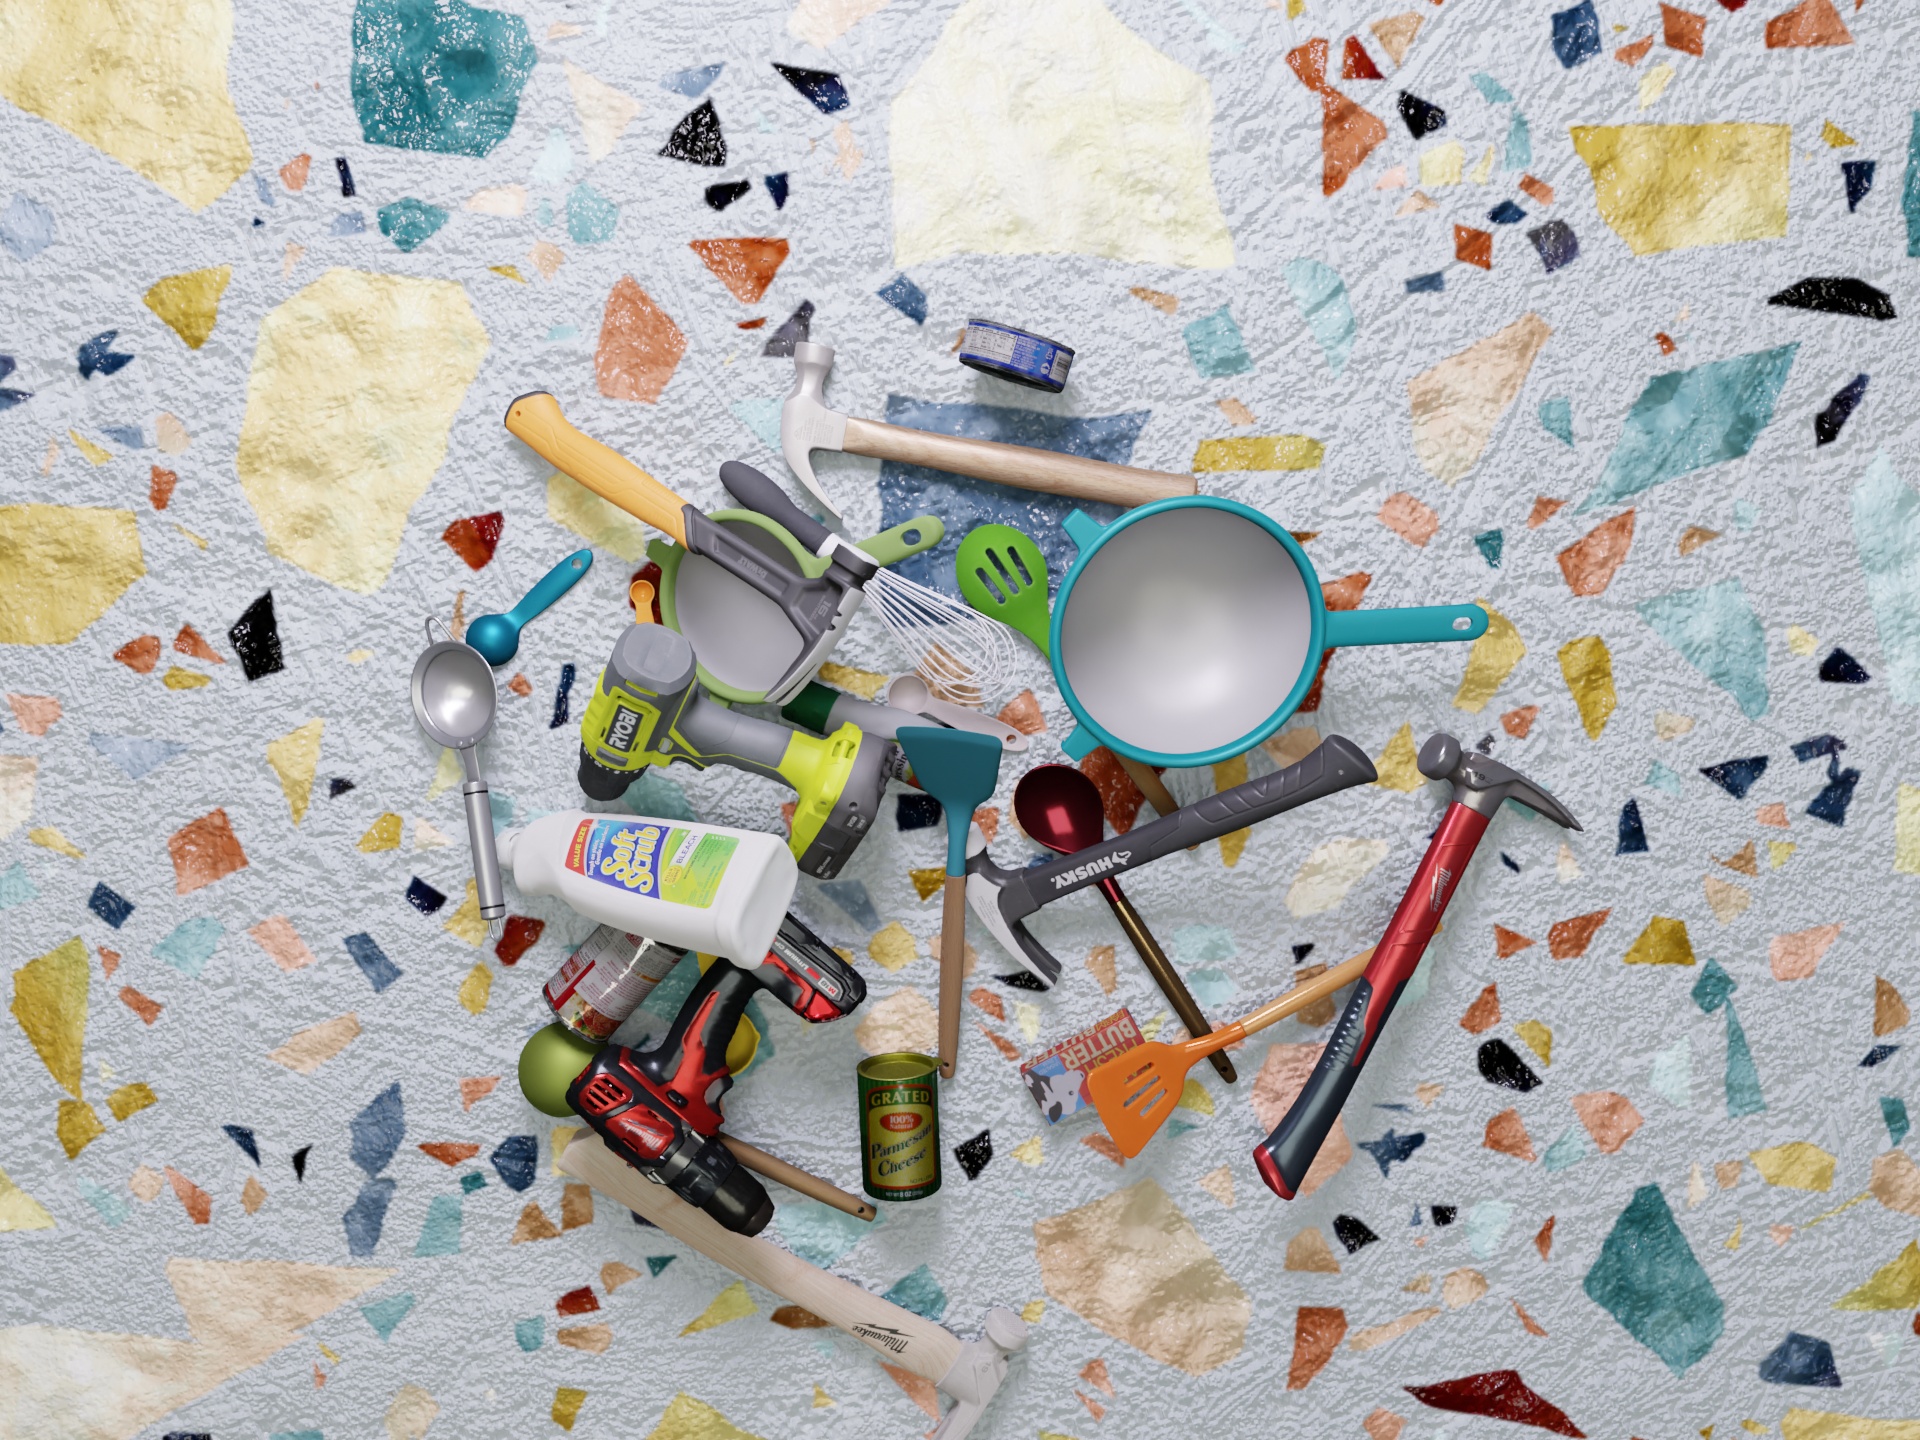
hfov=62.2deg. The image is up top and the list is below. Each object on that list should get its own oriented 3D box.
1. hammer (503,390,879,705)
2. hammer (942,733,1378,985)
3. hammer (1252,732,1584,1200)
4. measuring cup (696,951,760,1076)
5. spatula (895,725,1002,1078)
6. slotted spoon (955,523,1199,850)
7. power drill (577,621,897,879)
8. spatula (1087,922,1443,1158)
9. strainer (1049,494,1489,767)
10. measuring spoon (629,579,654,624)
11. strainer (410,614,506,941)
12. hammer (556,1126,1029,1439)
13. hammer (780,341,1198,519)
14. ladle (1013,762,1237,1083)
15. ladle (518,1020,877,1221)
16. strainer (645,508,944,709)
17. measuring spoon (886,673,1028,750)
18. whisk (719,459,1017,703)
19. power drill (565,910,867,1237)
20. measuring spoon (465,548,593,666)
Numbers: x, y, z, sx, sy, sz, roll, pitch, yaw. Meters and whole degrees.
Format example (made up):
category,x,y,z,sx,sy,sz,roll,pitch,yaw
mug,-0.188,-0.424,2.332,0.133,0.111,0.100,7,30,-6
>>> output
category,x,y,z,sx,sy,sz,roll,pitch,yaw
hammer,-0.220,-0.147,1.185,0.337,0.034,0.127,34,97,20
hammer,0.161,0.095,1.233,0.335,0.035,0.146,-24,102,21
hammer,0.354,0.212,1.273,0.143,0.038,0.386,28,87,-9
measuring cup,-0.201,0.212,1.300,0.062,0.029,0.156,-8,84,-9
spatula,-0.009,0.148,1.252,0.082,0.044,0.317,6,110,12
slotted spoon,0.101,-0.023,1.275,0.070,0.031,0.313,-36,97,0
power drill,-0.182,0.035,1.223,0.228,0.080,0.190,24,139,-10
spatula,0.252,0.241,1.287,0.322,0.041,0.081,-27,99,-4
strainer,0.231,-0.079,1.239,0.340,0.095,0.211,-3,107,-6
measuring spoon,-0.250,-0.054,1.275,0.021,0.011,0.117,-4,100,-2
strainer,-0.382,0.045,1.248,0.087,0.050,0.258,-11,85,25
hammer,-0.154,0.465,1.319,0.410,0.038,0.146,31,96,-4
hammer,0.022,-0.202,1.251,0.331,0.031,0.130,11,96,-2
ladle,0.142,0.167,1.297,0.069,0.031,0.315,-31,98,14
ladle,-0.213,0.339,1.307,0.320,0.062,0.078,29,77,-11
strainer,-0.111,-0.107,1.208,0.256,0.069,0.151,-19,94,29
measuring spoon,-0.002,-0.004,1.284,0.124,0.018,0.034,24,99,-10
whisk,-0.074,-0.115,1.250,0.284,0.070,0.070,38,94,0
power drill,-0.170,0.272,1.246,0.188,0.080,0.227,42,82,-4
measuring spoon,-0.342,-0.091,1.260,0.128,0.021,0.042,-41,96,5
